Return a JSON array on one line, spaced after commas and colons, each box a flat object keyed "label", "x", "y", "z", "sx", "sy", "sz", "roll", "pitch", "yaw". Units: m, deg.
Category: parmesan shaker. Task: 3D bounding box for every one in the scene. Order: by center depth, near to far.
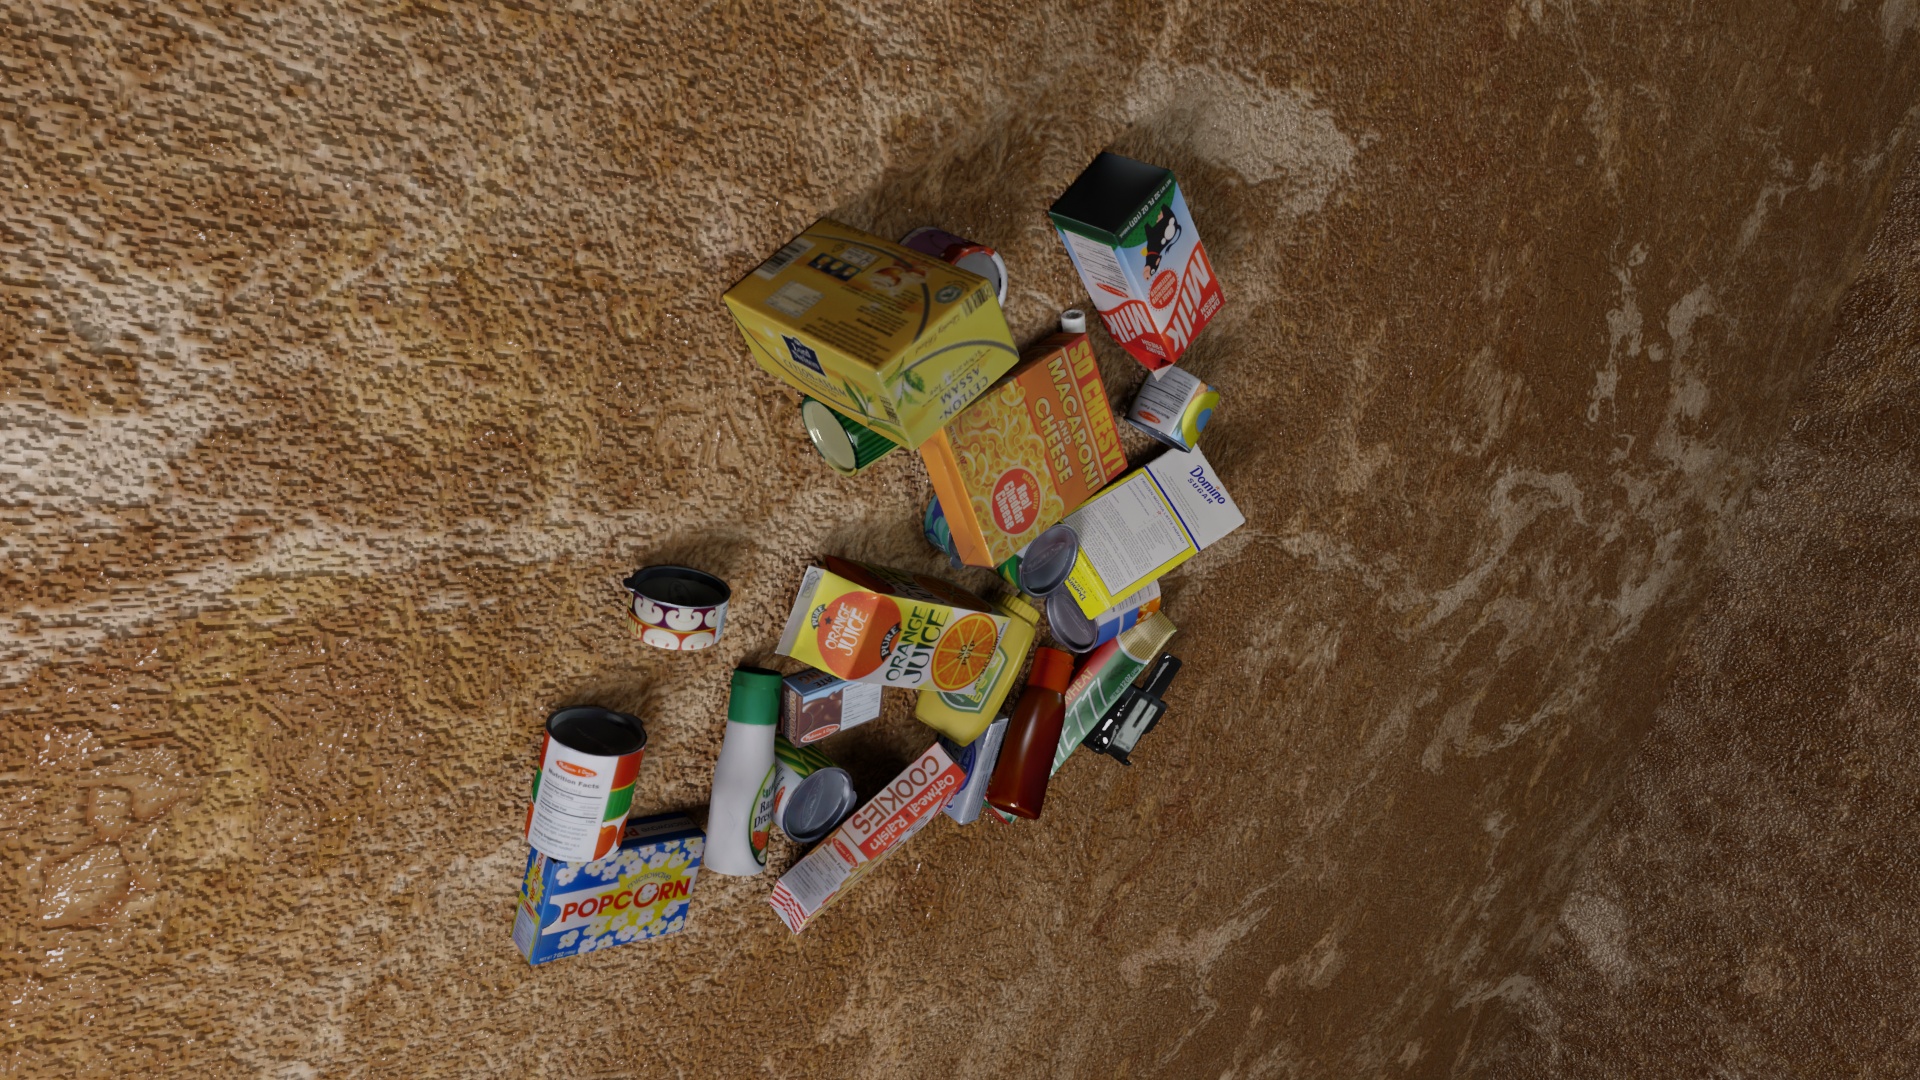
[{"label": "parmesan shaker", "x": -0.051, "y": -0.098, "z": 0.975, "sx": 0.103, "sy": 0.071, "sz": 0.071, "roll": -35, "pitch": 134, "yaw": -25}]

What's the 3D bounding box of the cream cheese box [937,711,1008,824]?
[{"label": "cream cheese box", "x": 0.003, "y": 0.190, "z": 1.212, "sx": 0.024, "sy": 0.053, "sz": 0.103, "roll": -2, "pitch": 114, "yaw": -46}]

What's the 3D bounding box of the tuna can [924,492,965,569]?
[{"label": "tuna can", "x": 0.004, "y": -0.014, "z": 1.108, "sx": 0.071, "sy": 0.033, "sz": 0.070, "roll": -24, "pitch": 128, "yaw": -34}]

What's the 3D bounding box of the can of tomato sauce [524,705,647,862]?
[{"label": "can of tomato sauce", "x": -0.252, "y": 0.163, "z": 0.934, "sx": 0.071, "sy": 0.071, "sz": 0.082, "roll": -1, "pitch": 114, "yaw": -45}]

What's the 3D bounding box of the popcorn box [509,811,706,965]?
[{"label": "popcorn box", "x": -0.252, "y": 0.249, "z": 1.004, "sx": 0.127, "sy": 0.038, "sz": 0.085, "roll": 0, "pitch": 114, "yaw": -45}]

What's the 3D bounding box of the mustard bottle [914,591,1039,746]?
[{"label": "mustard bottle", "x": 0.024, "y": 0.093, "z": 1.169, "sx": 0.160, "sy": 0.065, "sz": 0.048, "roll": -58, "pitch": 169, "yaw": -8}]

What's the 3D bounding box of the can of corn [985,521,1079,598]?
[{"label": "can of corn", "x": 0.055, "y": 0.008, "z": 1.152, "sx": 0.071, "sy": 0.058, "sz": 0.070, "roll": -24, "pitch": 128, "yaw": -34}]

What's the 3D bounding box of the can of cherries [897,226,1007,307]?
[{"label": "can of cherries", "x": -0.011, "y": -0.180, "z": 0.976, "sx": 0.072, "sy": 0.058, "sz": 0.071, "roll": -24, "pitch": 128, "yaw": -34}]

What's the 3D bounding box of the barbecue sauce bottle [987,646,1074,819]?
[{"label": "barbecue sauce bottle", "x": 0.066, "y": 0.170, "z": 1.237, "sx": 0.064, "sy": 0.043, "sz": 0.149, "roll": 44, "pitch": 59, "yaw": -58}]

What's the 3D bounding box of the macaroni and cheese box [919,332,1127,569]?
[{"label": "macaroni and cheese box", "x": 0.049, "y": -0.073, "z": 1.080, "sx": 0.167, "sy": 0.040, "sz": 0.123, "roll": -36, "pitch": 117, "yaw": -34}]

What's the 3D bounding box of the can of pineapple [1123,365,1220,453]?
[{"label": "can of pineapple", "x": 0.184, "y": -0.115, "z": 1.203, "sx": 0.071, "sy": 0.071, "sz": 0.058, "roll": 26, "pitch": 94, "yaw": -49}]

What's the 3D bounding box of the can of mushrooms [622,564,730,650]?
[{"label": "can of mushrooms", "x": -0.191, "y": 0.044, "z": 0.925, "sx": 0.071, "sy": 0.071, "sz": 0.033, "roll": -7, "pitch": 118, "yaw": -43}]

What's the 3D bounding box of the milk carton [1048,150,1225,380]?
[{"label": "milk carton", "x": 0.149, "y": -0.210, "z": 1.107, "sx": 0.072, "sy": 0.073, "sz": 0.190, "roll": -49, "pitch": 138, "yaw": -12}]

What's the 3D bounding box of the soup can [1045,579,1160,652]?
[{"label": "soup can", "x": 0.127, "y": 0.057, "z": 1.250, "sx": 0.084, "sy": 0.071, "sz": 0.071, "roll": -23, "pitch": 128, "yaw": -35}]

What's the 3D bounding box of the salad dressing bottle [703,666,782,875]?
[{"label": "salad dressing bottle", "x": -0.157, "y": 0.168, "z": 1.021, "sx": 0.064, "sy": 0.044, "sz": 0.147, "roll": 0, "pitch": 97, "yaw": -80}]

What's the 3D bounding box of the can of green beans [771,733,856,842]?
[{"label": "can of green beans", "x": -0.127, "y": 0.191, "z": 1.080, "sx": 0.071, "sy": 0.058, "sz": 0.071, "roll": -24, "pitch": 128, "yaw": -34}]

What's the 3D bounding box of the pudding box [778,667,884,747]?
[{"label": "pudding box", "x": -0.100, "y": 0.124, "z": 1.088, "sx": 0.084, "sy": 0.030, "sz": 0.049, "roll": -17, "pitch": 125, "yaw": -38}]

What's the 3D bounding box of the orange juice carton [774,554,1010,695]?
[{"label": "orange juice carton", "x": -0.057, "y": 0.064, "z": 1.063, "sx": 0.193, "sy": 0.073, "sz": 0.071, "roll": 14, "pitch": 103, "yaw": -47}]

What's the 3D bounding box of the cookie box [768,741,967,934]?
[{"label": "cookie box", "x": -0.076, "y": 0.244, "z": 1.131, "sx": 0.168, "sy": 0.040, "sz": 0.122, "roll": -38, "pitch": 169, "yaw": -23}]

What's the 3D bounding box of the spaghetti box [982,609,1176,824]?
[{"label": "spaghetti box", "x": 0.105, "y": 0.155, "z": 1.296, "sx": 0.050, "sy": 0.028, "sz": 0.251, "roll": 46, "pitch": 76, "yaw": -13}]
